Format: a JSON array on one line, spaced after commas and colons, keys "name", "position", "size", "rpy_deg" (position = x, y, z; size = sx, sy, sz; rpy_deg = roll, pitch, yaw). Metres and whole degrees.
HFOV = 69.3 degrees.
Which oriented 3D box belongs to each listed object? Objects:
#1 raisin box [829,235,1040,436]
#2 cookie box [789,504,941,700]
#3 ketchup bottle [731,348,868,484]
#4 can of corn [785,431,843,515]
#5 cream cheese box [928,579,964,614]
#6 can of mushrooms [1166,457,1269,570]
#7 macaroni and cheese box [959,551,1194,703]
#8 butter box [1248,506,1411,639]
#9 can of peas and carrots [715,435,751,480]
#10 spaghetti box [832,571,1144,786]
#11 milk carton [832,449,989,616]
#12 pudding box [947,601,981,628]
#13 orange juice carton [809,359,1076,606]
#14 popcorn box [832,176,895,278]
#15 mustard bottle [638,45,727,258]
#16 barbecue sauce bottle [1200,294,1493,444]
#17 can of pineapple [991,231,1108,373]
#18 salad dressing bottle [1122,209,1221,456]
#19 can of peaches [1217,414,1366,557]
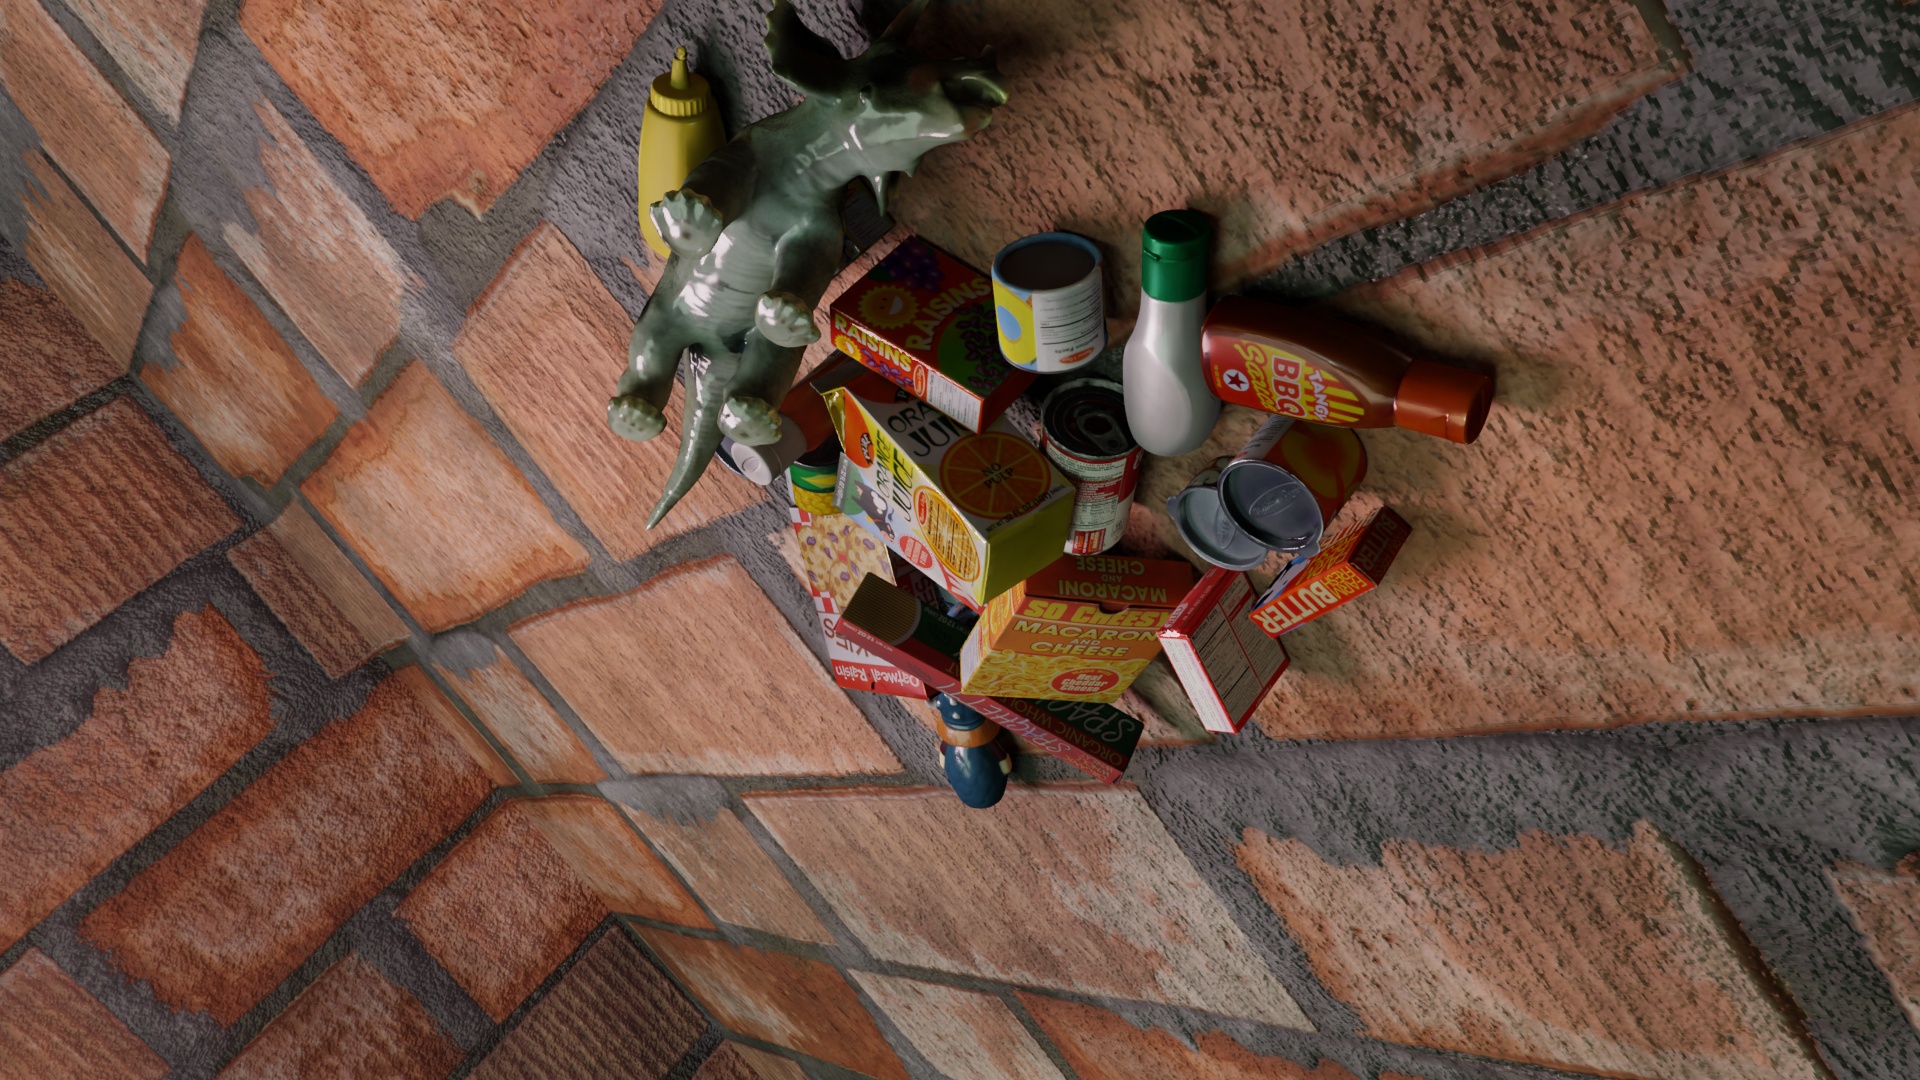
[{"name": "raisin box", "position": [-0.010, -0.132, 0.885], "size": [0.123, 0.086, 0.040], "rpy_deg": [33, 151, 18]}, {"name": "cookie box", "position": [-0.074, 0.046, 1.161], "size": [0.123, 0.040, 0.167], "rpy_deg": [0, 109, 49]}, {"name": "ketchup bottle", "position": [-0.096, -0.096, 0.965], "size": [0.043, 0.149, 0.064], "rpy_deg": [48, 148, -9]}, {"name": "can of corn", "position": [-0.104, -0.062, 1.096], "size": [0.071, 0.071, 0.058], "rpy_deg": [29, 146, 24]}, {"name": "cream cheese box", "position": [0.011, 0.067, 1.152], "size": [0.103, 0.024, 0.053], "rpy_deg": [51, 146, -11]}, {"name": "can of mushrooms", "position": [0.167, -0.018, 0.866], "size": [0.071, 0.033, 0.070], "rpy_deg": [29, 146, 23]}, {"name": "macaroni and cheese box", "position": [0.080, 0.066, 0.993], "size": [0.124, 0.040, 0.165], "rpy_deg": [5, 150, -14]}, {"name": "butter box", "position": [0.220, 0.021, 0.832], "size": [0.024, 0.053, 0.103], "rpy_deg": [44, 149, -2]}, {"name": "can of peas and carrots", "position": [-0.166, -0.094, 1.134], "size": [0.071, 0.059, 0.070], "rpy_deg": [29, 144, 23]}, {"name": "spaghetti box", "position": [0.023, 0.106, 1.070], "size": [0.250, 0.050, 0.028], "rpy_deg": [29, 146, 1]}, {"name": "milk carton", "position": [0.004, -0.013, 1.020], "size": [0.191, 0.074, 0.072], "rpy_deg": [37, 148, 12]}, {"name": "pudding box", "position": [0.031, 0.064, 1.094], "size": [0.083, 0.030, 0.049], "rpy_deg": [-28, 106, 35]}, {"name": "orange juice carton", "position": [-0.016, -0.058, 0.901], "size": [0.193, 0.072, 0.072], "rpy_deg": [48, 154, 26]}, {"name": "popcorn box", "position": [-0.111, -0.215, 0.949], "size": [0.085, 0.038, 0.126], "rpy_deg": [52, 148, -11]}, {"name": "mustard bottle", "position": [-0.191, -0.270, 0.958], "size": [0.049, 0.066, 0.159], "rpy_deg": [28, 139, 15]}, {"name": "barbecue sauce bottle", "position": [0.202, -0.087, 0.735], "size": [0.148, 0.044, 0.064], "rpy_deg": [20, 149, 33]}, {"name": "can of pineapple", "position": [0.052, -0.142, 0.823], "size": [0.071, 0.071, 0.057], "rpy_deg": [24, 142, 29]}, {"name": "salad dressing bottle", "position": [0.121, -0.116, 0.794], "size": [0.064, 0.044, 0.146], "rpy_deg": [42, 152, 37]}, {"name": "can of peaches", "position": [0.192, -0.034, 0.796], "size": [0.071, 0.058, 0.071], "rpy_deg": [29, 145, 23]}]
